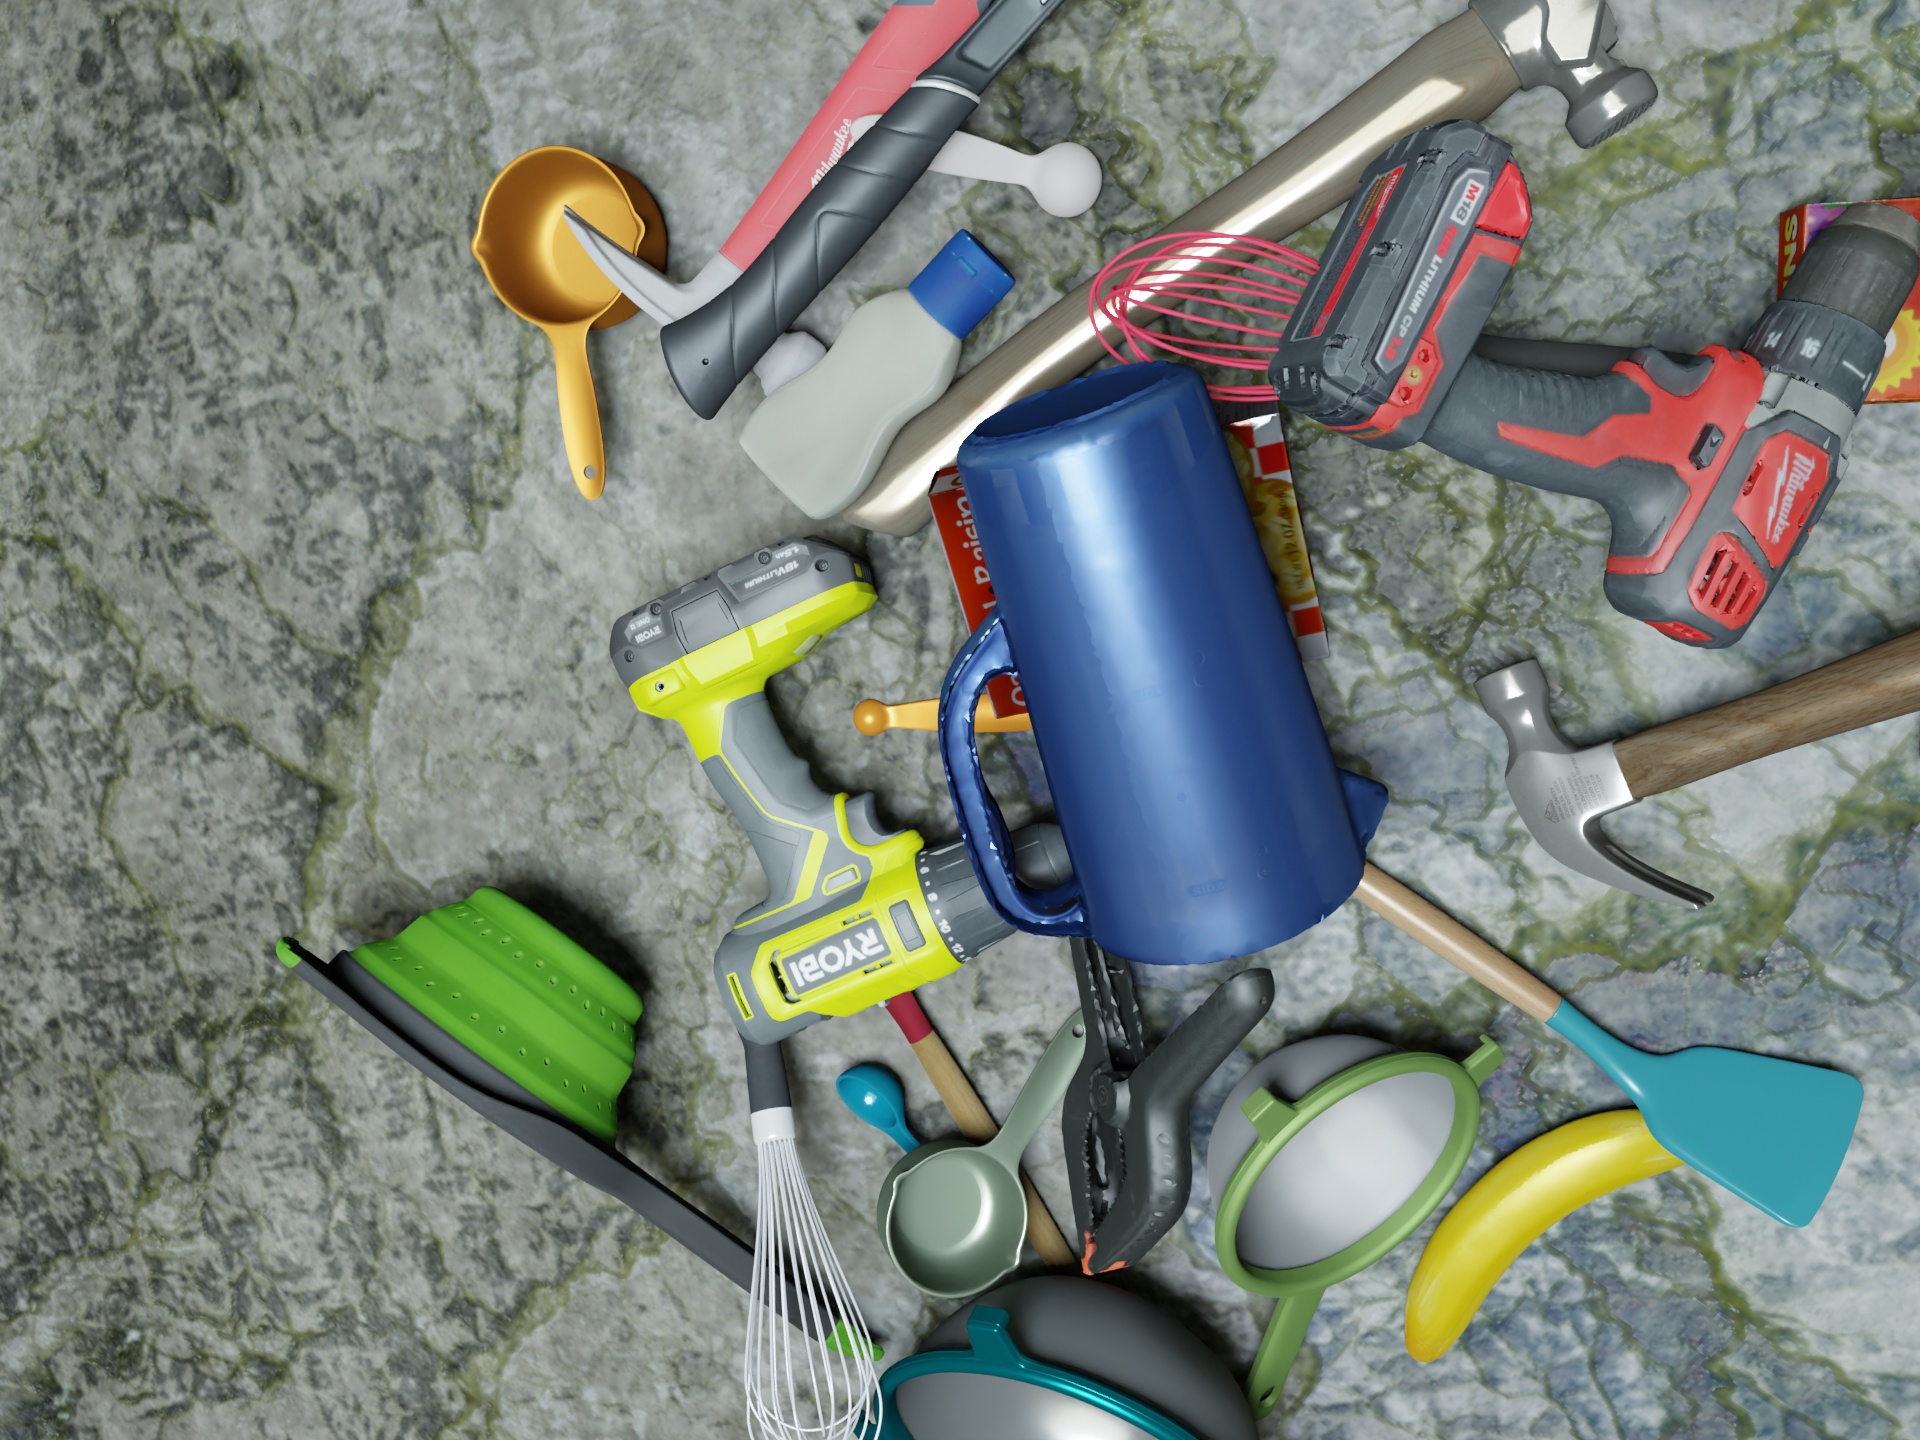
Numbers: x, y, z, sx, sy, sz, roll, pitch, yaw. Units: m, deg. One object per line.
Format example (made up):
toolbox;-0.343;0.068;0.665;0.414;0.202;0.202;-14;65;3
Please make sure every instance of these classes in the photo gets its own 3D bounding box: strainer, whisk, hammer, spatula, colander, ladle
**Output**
strainer;0.124;0.384;0.818;0.340;0.095;0.211;30;136;-1
whisk;-0.094;0.244;0.827;0.070;0.070;0.285;-18;68;17
hammer;-0.022;-0.338;0.733;0.143;0.038;0.386;33;105;-26
spatula;0.267;0.119;0.764;0.317;0.044;0.082;34;67;9
whisk;0.202;-0.164;0.699;0.296;0.073;0.073;8;103;-4
hammer;0.011;-0.293;0.713;0.149;0.036;0.409;41;102;-18
colander;-0.177;0.206;0.867;0.397;0.204;0.094;40;73;-12
strainer;0.166;0.249;0.806;0.151;0.069;0.256;-6;124;-26
hammer;0.099;-0.224;0.749;0.410;0.038;0.146;-32;90;18
ladle;-0.008;0.192;0.858;0.069;0.031;0.315;-31;93;17
hammer;0.382;-0.015;0.647;0.331;0.031;0.130;-26;79;38

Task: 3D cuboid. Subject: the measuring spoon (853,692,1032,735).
measuring spoon;-0.001;-0.003;0.827;0.117;0.011;0.021;-2;100;15

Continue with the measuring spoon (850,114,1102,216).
measuring spoon;0.009;-0.262;0.746;0.124;0.018;0.034;8;114;-15

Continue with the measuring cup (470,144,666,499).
measuring cup;-0.190;-0.202;0.819;0.095;0.052;0.173;-2;101;15

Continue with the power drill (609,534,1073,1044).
power drill;-0.060;0.028;0.798;0.190;0.080;0.228;-24;88;8

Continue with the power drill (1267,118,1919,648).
power drill;0.261;-0.154;0.636;0.226;0.080;0.188;25;96;-10

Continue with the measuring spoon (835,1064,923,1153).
measuring spoon;-0.015;0.232;0.872;0.128;0.021;0.042;45;144;-6

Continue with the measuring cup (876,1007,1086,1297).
measuring cup;0.019;0.220;0.835;0.083;0.038;0.167;39;76;-13
